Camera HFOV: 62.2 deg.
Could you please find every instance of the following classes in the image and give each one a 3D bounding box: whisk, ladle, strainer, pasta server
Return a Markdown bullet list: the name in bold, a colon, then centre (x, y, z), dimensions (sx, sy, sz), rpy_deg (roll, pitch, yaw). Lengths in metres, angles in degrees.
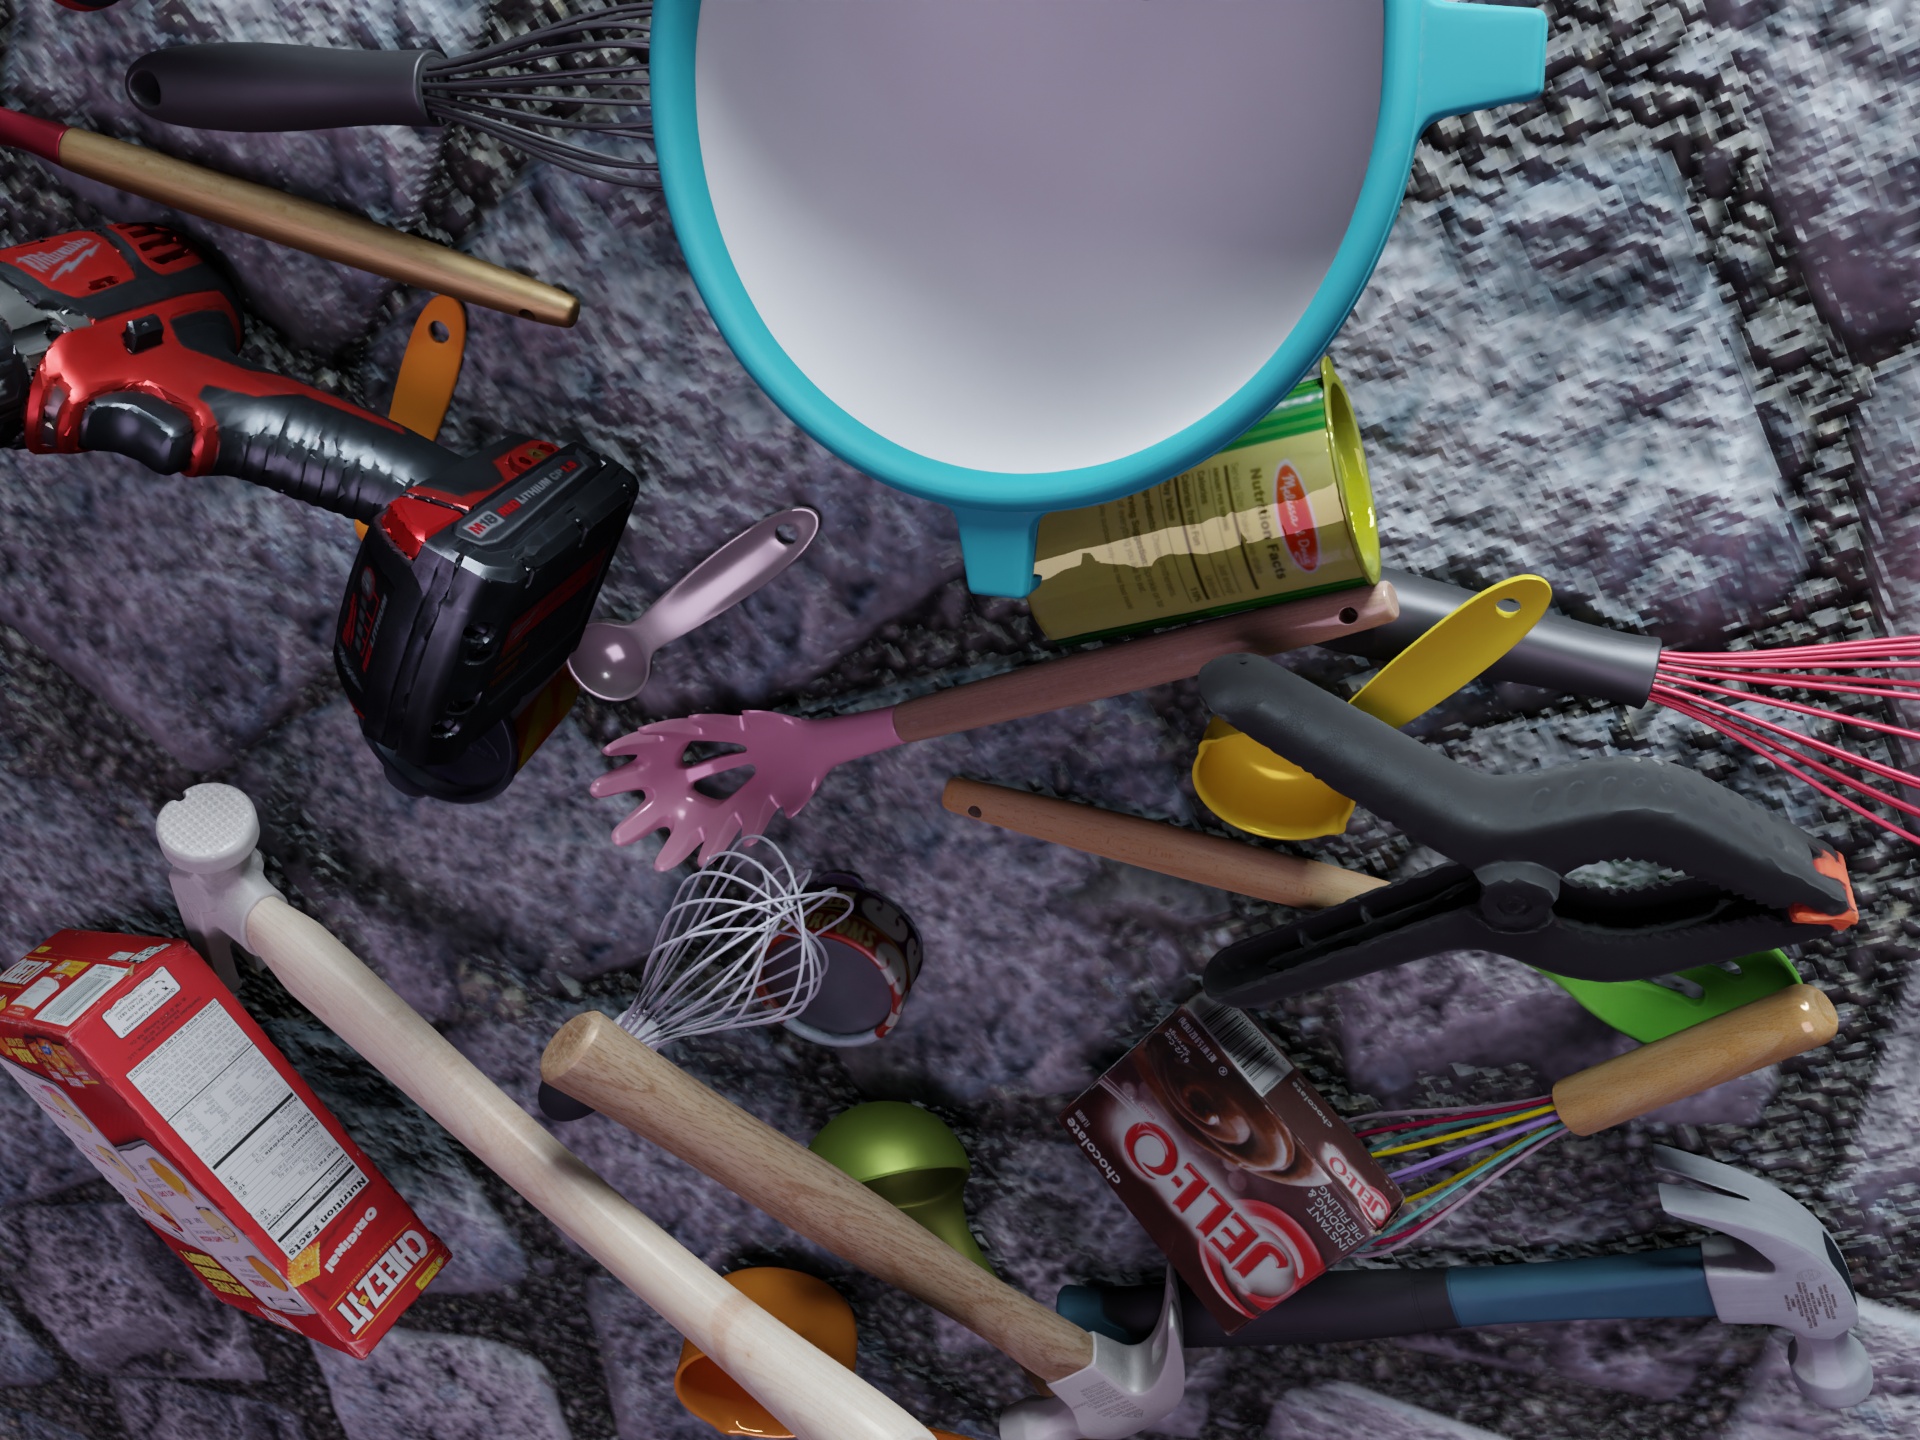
- **whisk**: centre (-0.168, -0.198, 0.507), dimensions (0.239, 0.055, 0.055), rpy_deg (8, 123, 17)
- **ladle**: centre (0.024, 0.297, 0.755), dimensions (0.078, 0.062, 0.320), rpy_deg (-22, 116, 19)
- **strainer**: centre (-0.013, -0.216, 0.434), dimensions (0.340, 0.095, 0.211), rpy_deg (51, 123, 7)
- **whisk**: centre (0.209, 0.153, 0.597), dimensions (0.047, 0.051, 0.245), rpy_deg (46, 131, -4)
- **pasta server**: centre (-0.001, -0.002, 0.569), dimensions (0.316, 0.040, 0.060), rpy_deg (-14, 105, 29)
- **whisk**: centre (-0.125, 0.123, 0.666), dimensions (0.070, 0.070, 0.284), rpy_deg (38, 140, -9)
- **ladle**: centre (-0.282, -0.190, 0.551), dimensions (0.315, 0.031, 0.069), rpy_deg (18, 156, 0)
- **whisk**: centre (0.237, -0.011, 0.498), dimensions (0.296, 0.073, 0.073), rpy_deg (14, 124, 15)

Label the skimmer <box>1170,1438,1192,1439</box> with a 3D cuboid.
- **skimmer**: centre (0.022, 0.413, 0.781), dimensions (0.127, 0.090, 0.363), rpy_deg (10, 151, -42)

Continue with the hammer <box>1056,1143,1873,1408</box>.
- **hammer**: centre (0.200, 0.251, 0.686), dimensions (0.331, 0.033, 0.128), rpy_deg (-14, 117, 24)

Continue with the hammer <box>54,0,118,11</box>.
- **hammer**: centre (-0.124, -0.227, 0.417), dimensions (0.386, 0.038, 0.143), rpy_deg (1, 106, 32)

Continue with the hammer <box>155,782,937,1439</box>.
- **hammer**: centre (-0.179, 0.189, 0.669), dimensions (0.411, 0.038, 0.146), rpy_deg (36, 143, 13)

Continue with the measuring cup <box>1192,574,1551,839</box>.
- **measuring cup**: centre (0.135, -0.010, 0.523), dimensions (0.062, 0.029, 0.156), rpy_deg (32, 139, -11)

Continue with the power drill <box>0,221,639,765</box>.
- **power drill**: centre (-0.241, -0.078, 0.510), dimensions (0.226, 0.188, 0.080), rpy_deg (29, 120, 0)

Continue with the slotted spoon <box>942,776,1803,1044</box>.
- **slotted spoon**: centre (0.144, 0.063, 0.589), dimensions (0.314, 0.031, 0.070), rpy_deg (14, 128, 10)

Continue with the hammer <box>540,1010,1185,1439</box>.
- **hammer**: centre (-0.030, 0.215, 0.658), dimensions (0.130, 0.031, 0.331), rpy_deg (-37, 117, 26)

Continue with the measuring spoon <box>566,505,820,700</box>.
- **measuring spoon**: centre (-0.099, -0.047, 0.601), dimensions (0.124, 0.018, 0.034), rpy_deg (-31, 109, 23)

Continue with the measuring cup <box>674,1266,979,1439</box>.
- **measuring cup**: centre (-0.058, 0.329, 0.806), dimensions (0.173, 0.052, 0.095), rpy_deg (23, 127, -17)

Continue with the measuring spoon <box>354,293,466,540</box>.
- **measuring spoon**: centre (-0.206, -0.108, 0.592), dimensions (0.021, 0.011, 0.117), rpy_deg (30, 125, -4)
